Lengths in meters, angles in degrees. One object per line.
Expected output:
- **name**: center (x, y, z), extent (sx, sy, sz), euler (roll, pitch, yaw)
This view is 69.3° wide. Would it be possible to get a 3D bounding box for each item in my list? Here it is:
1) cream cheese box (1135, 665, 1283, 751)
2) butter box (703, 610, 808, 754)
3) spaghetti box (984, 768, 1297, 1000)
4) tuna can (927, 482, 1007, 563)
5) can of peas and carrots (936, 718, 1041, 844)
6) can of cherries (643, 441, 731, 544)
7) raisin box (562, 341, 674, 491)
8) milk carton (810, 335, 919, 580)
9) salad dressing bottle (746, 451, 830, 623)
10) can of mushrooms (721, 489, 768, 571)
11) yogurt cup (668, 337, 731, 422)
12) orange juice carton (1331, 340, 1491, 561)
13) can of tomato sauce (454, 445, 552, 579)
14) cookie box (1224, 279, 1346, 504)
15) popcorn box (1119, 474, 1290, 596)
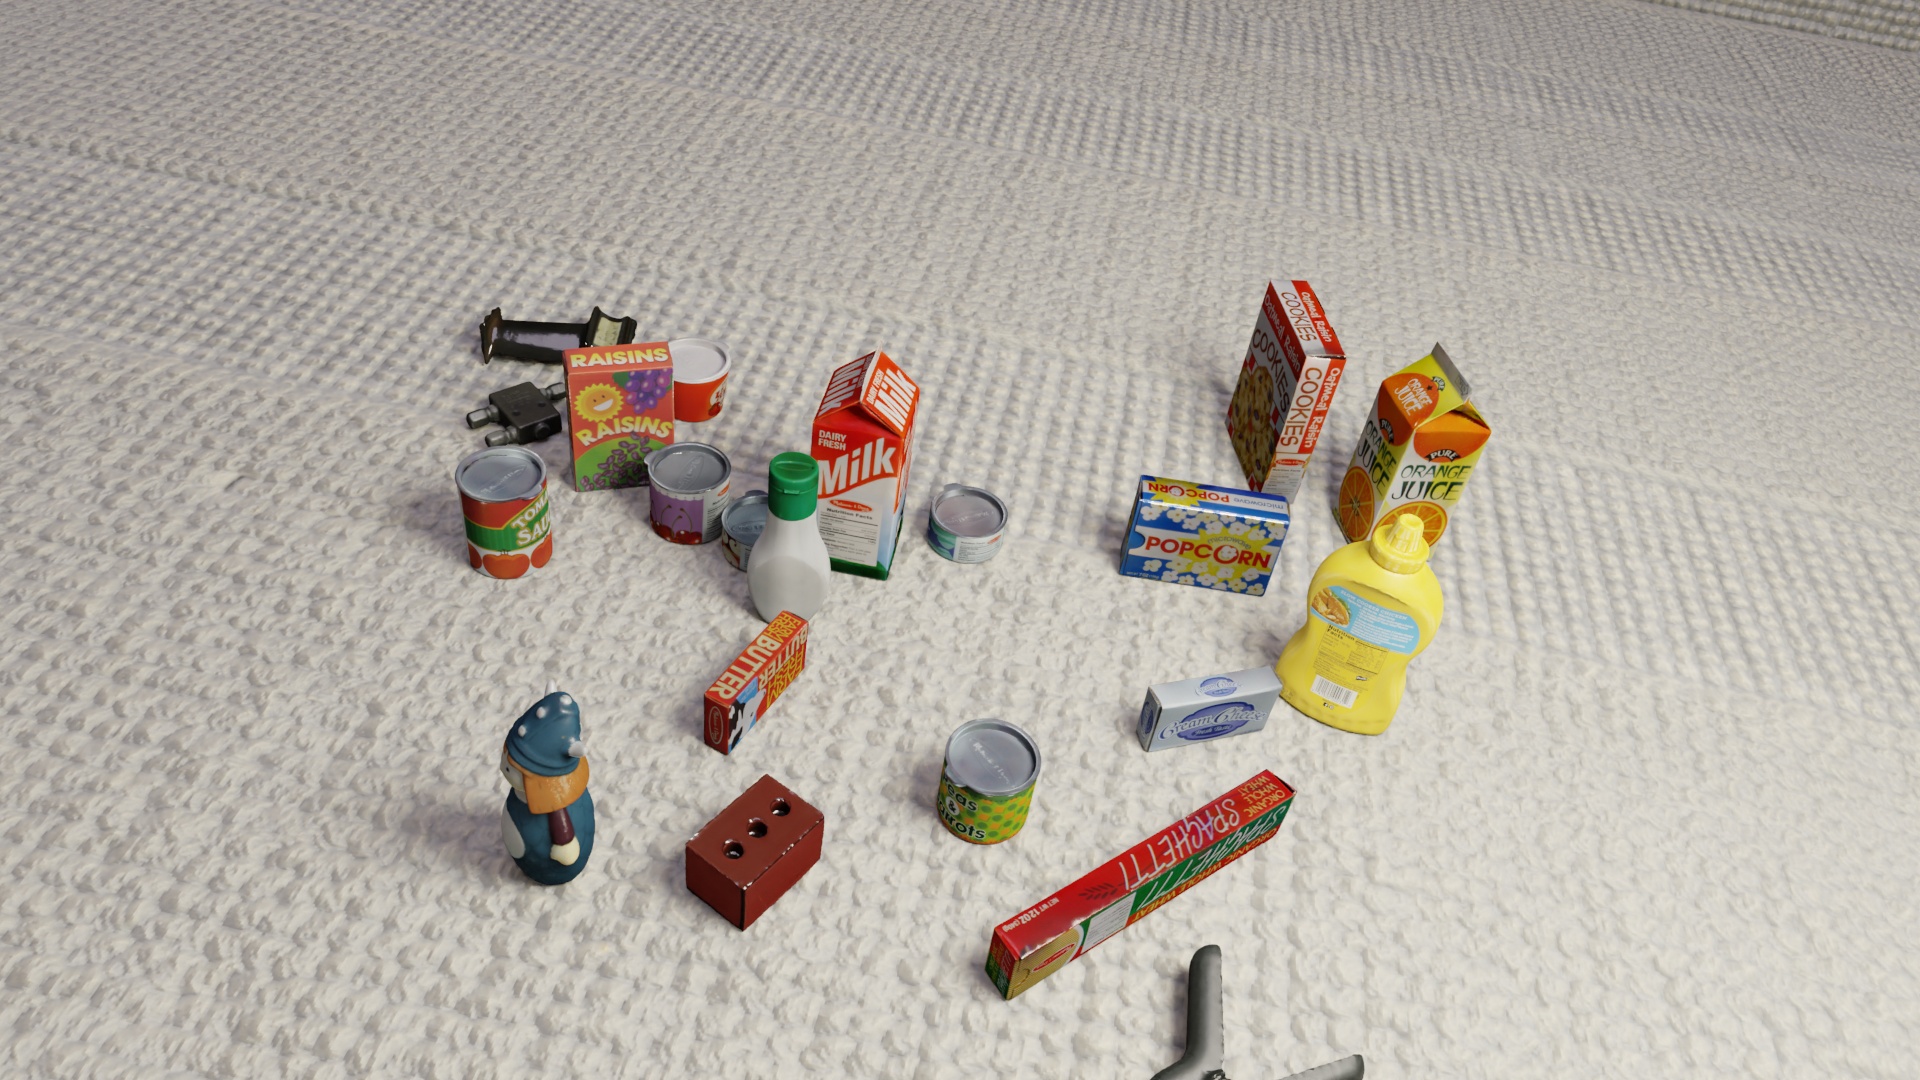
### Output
- **cream cheese box**: center (0.186, 0.126, 1.040), extent (0.104, 0.053, 0.024), euler (-7, 44, -18)
- **butter box**: center (-0.148, 0.101, 1.005), extent (0.024, 0.052, 0.104), euler (24, 44, 16)
- **spaghetti box**: center (0.124, 0.224, 0.922), extent (0.251, 0.049, 0.029), euler (-22, 50, -30)
- **tuna can**: center (0.004, -0.015, 1.178), extent (0.071, 0.032, 0.071), euler (5, 42, -5)
- **can of peas and carrots**: center (0.017, 0.168, 0.958), extent (0.071, 0.058, 0.071), euler (5, 42, -5)
- **can of cherries**: center (-0.225, -0.040, 1.143), extent (0.071, 0.058, 0.072), euler (5, 42, -5)
- **raisin box**: center (-0.282, -0.103, 1.154), extent (0.086, 0.122, 0.040), euler (-7, 44, -17)
- **milk carton**: center (-0.078, -0.065, 1.100), extent (0.073, 0.189, 0.073), euler (11, 42, 2)
- **salad dressing bottle**: center (-0.128, 0.000, 1.050), extent (0.064, 0.146, 0.044), euler (5, 42, -5)
- **can of mushrooms**: center (-0.163, -0.007, 1.138), extent (0.071, 0.033, 0.071), euler (5, 42, -5)
- **yogurt cup**: center (-0.243, -0.144, 1.260), extent (0.072, 0.053, 0.073), euler (5, 42, -5)
- **orange juice carton**: center (0.392, -0.074, 1.197), extent (0.073, 0.191, 0.072), euler (0, 42, -11)
- **can of tomato sauce**: center (-0.352, -0.020, 1.080), extent (0.071, 0.082, 0.071), euler (5, 42, -5)
- **cookie box**: center (0.294, -0.135, 1.266), extent (0.040, 0.166, 0.123), euler (2, 42, -9)
- **popcorn box**: center (0.203, -0.004, 1.164), extent (0.127, 0.084, 0.038), euler (9, 41, -1)
